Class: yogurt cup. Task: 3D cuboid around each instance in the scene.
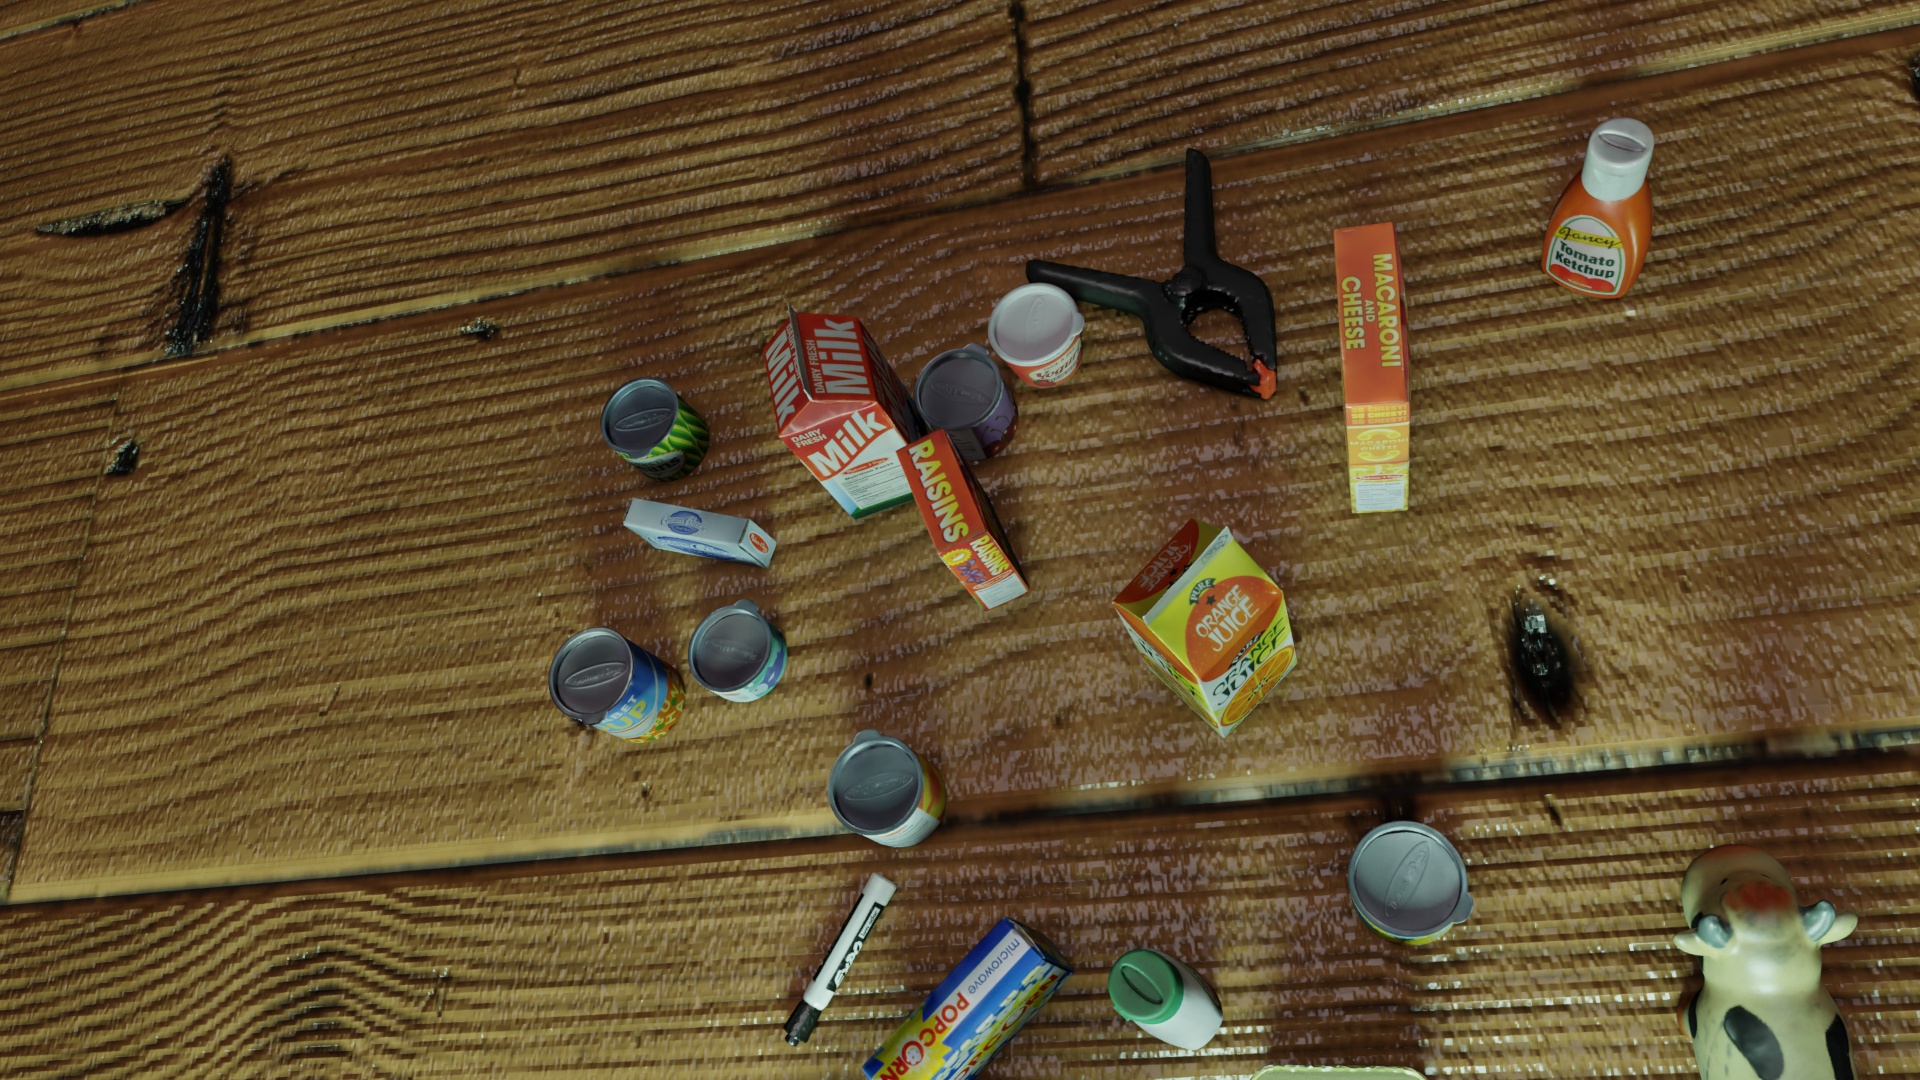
[{"bbox_3d":[0.059,-0.149,1.031,0.072,0.054,0.072,-6,67,14],"label":"yogurt cup"}]

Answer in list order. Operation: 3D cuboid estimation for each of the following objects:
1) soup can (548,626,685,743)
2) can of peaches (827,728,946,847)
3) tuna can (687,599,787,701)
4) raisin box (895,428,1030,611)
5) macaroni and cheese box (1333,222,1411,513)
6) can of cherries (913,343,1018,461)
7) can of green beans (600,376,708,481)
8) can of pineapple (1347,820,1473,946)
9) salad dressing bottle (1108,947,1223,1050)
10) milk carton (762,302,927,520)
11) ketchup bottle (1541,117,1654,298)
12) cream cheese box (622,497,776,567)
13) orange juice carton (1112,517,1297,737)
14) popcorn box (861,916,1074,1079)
[{"bbox_3d":[-0.246,0.108,1.001,0.071,0.083,0.071,-6,67,15],"label":"soup can"},{"bbox_3d":[-0.048,0.167,0.932,0.071,0.058,0.071,-6,67,15],"label":"can of peaches"},{"bbox_3d":[-0.161,0.081,1.015,0.071,0.032,0.071,-6,67,14],"label":"tuna can"},{"bbox_3d":[0.003,-0.012,0.953,0.040,0.123,0.086,-25,64,6],"label":"raisin box"},{"bbox_3d":[0.264,-0.105,0.889,0.040,0.166,0.124,-4,68,16],"label":"macaroni and cheese box"},{"bbox_3d":[0.007,-0.101,1.024,0.071,0.058,0.072,-6,67,15],"label":"can of cherries"},{"bbox_3d":[-0.240,-0.087,1.093,0.071,0.057,0.071,-6,67,15],"label":"can of green beans"},{"bbox_3d":[0.265,0.205,0.823,0.071,0.057,0.071,-6,67,15],"label":"can of pineapple"},{"bbox_3d":[0.115,0.260,0.795,0.064,0.147,0.044,39,84,26],"label":"salad dressing bottle"},{"bbox_3d":[-0.080,-0.091,0.972,0.073,0.190,0.072,-19,65,9],"label":"milk carton"},{"bbox_3d":[0.416,-0.214,0.897,0.065,0.148,0.043,28,79,24],"label":"ketchup bottle"},{"bbox_3d":[-0.197,-0.005,1.049,0.104,0.053,0.024,10,72,20],"label":"cream cheese box"},{"bbox_3d":[0.149,0.051,0.845,0.072,0.192,0.073,-45,64,-4],"label":"orange juice carton"},{"bbox_3d":[0.007,0.292,0.849,0.127,0.085,0.038,-46,64,-4],"label":"popcorn box"}]
